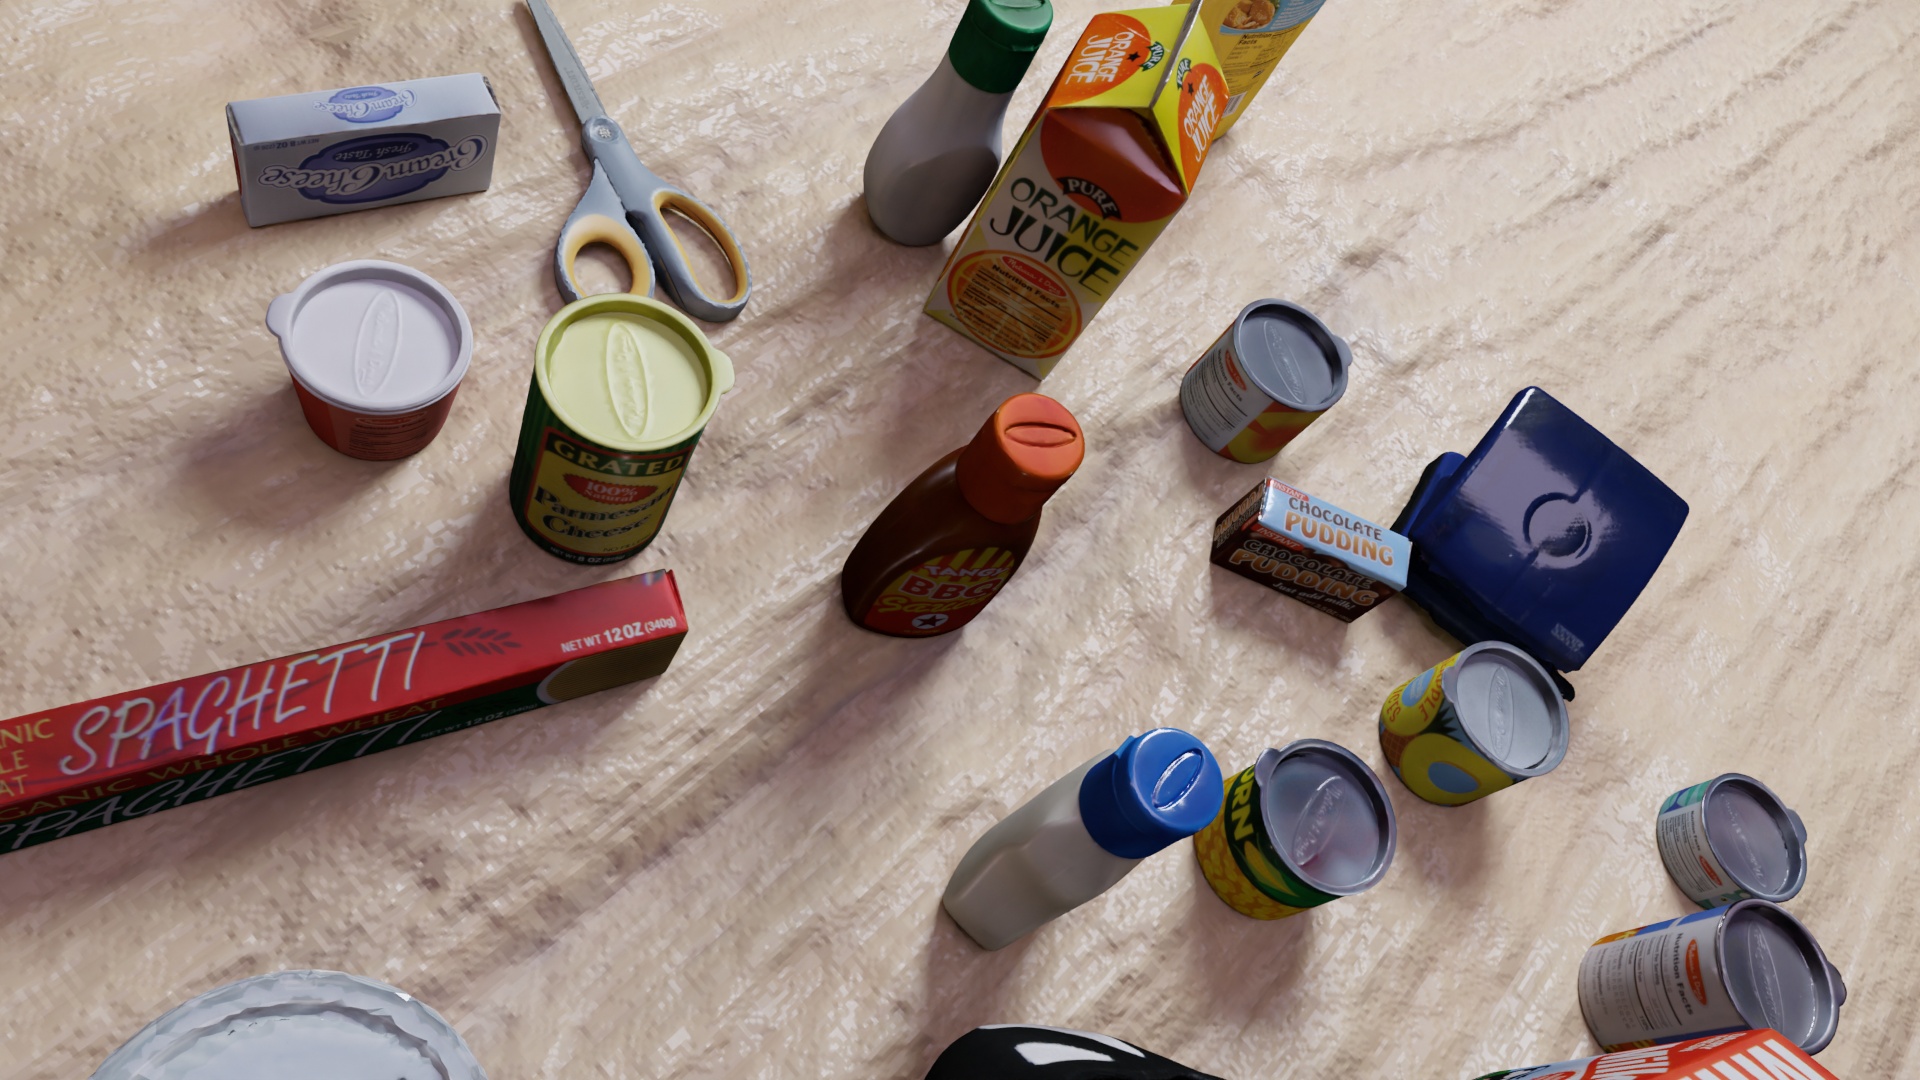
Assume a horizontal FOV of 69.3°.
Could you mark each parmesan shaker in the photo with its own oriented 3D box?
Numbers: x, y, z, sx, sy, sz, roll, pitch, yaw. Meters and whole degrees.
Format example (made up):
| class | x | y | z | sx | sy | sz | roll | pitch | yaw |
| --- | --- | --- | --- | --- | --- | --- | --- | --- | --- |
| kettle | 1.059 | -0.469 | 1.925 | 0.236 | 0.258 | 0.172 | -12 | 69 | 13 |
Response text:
| class | x | y | z | sx | sy | sz | roll | pitch | yaw |
| --- | --- | --- | --- | --- | --- | --- | --- | --- | --- |
| parmesan shaker | -0.134 | -0.039 | 0.540 | 0.071 | 0.102 | 0.071 | 10 | 61 | -19 |

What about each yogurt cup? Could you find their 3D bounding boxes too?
| class | x | y | z | sx | sy | sz | roll | pitch | yaw |
| --- | --- | --- | --- | --- | --- | --- | --- | --- | --- |
| yogurt cup | -0.228 | -0.067 | 0.543 | 0.072 | 0.053 | 0.073 | 10 | 61 | -19 |

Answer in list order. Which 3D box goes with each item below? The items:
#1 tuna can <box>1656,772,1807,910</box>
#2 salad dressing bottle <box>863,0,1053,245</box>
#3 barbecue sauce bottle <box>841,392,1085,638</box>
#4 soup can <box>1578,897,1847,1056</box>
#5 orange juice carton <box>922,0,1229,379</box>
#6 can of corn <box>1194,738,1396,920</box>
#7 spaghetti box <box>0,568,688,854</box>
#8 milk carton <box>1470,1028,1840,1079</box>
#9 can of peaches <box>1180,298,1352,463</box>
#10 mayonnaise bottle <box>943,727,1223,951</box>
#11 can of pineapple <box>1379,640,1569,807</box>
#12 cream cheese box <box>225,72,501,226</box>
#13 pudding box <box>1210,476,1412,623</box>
| class | x | y | z | sx | sy | sz | roll | pitch | yaw |
| --- | --- | --- | --- | --- | --- | --- | --- | --- | --- |
| tuna can | 0.395 | 0.155 | 0.710 | 0.071 | 0.032 | 0.071 | 10 | 61 | -19 |
| salad dressing bottle | -0.001 | -0.200 | 0.655 | 0.064 | 0.147 | 0.044 | -9 | 69 | -27 |
| barbecue sauce bottle | 0.002 | -0.007 | 0.554 | 0.065 | 0.147 | 0.044 | 1 | 64 | -23 |
| soup can | 0.338 | 0.204 | 0.628 | 0.071 | 0.083 | 0.071 | 10 | 61 | -19 |
| orange juice carton | 0.057 | -0.163 | 0.634 | 0.073 | 0.191 | 0.072 | 30 | 57 | -7 |
| can of corn | 0.141 | 0.124 | 0.600 | 0.071 | 0.058 | 0.071 | 10 | 61 | -19 |
| spaghetti box | -0.220 | 0.058 | 0.483 | 0.251 | 0.050 | 0.029 | -14 | 71 | -29 |
| milk carton | 0.249 | 0.231 | 0.511 | 0.072 | 0.189 | 0.073 | -7 | 68 | -26 |
| can of peaches | 0.157 | -0.081 | 0.715 | 0.071 | 0.057 | 0.071 | 10 | 61 | -19 |
| mayonnaise bottle | 0.044 | 0.109 | 0.512 | 0.041 | 0.147 | 0.065 | 46 | 56 | 4 |
| can of pineapple | 0.243 | 0.087 | 0.664 | 0.071 | 0.057 | 0.071 | 10 | 61 | -19 |
| cream cheese box | -0.250 | -0.165 | 0.585 | 0.104 | 0.053 | 0.024 | -20 | 74 | -30 |
| pudding box | 0.172 | 0.005 | 0.681 | 0.084 | 0.049 | 0.030 | 23 | 58 | -11 |
